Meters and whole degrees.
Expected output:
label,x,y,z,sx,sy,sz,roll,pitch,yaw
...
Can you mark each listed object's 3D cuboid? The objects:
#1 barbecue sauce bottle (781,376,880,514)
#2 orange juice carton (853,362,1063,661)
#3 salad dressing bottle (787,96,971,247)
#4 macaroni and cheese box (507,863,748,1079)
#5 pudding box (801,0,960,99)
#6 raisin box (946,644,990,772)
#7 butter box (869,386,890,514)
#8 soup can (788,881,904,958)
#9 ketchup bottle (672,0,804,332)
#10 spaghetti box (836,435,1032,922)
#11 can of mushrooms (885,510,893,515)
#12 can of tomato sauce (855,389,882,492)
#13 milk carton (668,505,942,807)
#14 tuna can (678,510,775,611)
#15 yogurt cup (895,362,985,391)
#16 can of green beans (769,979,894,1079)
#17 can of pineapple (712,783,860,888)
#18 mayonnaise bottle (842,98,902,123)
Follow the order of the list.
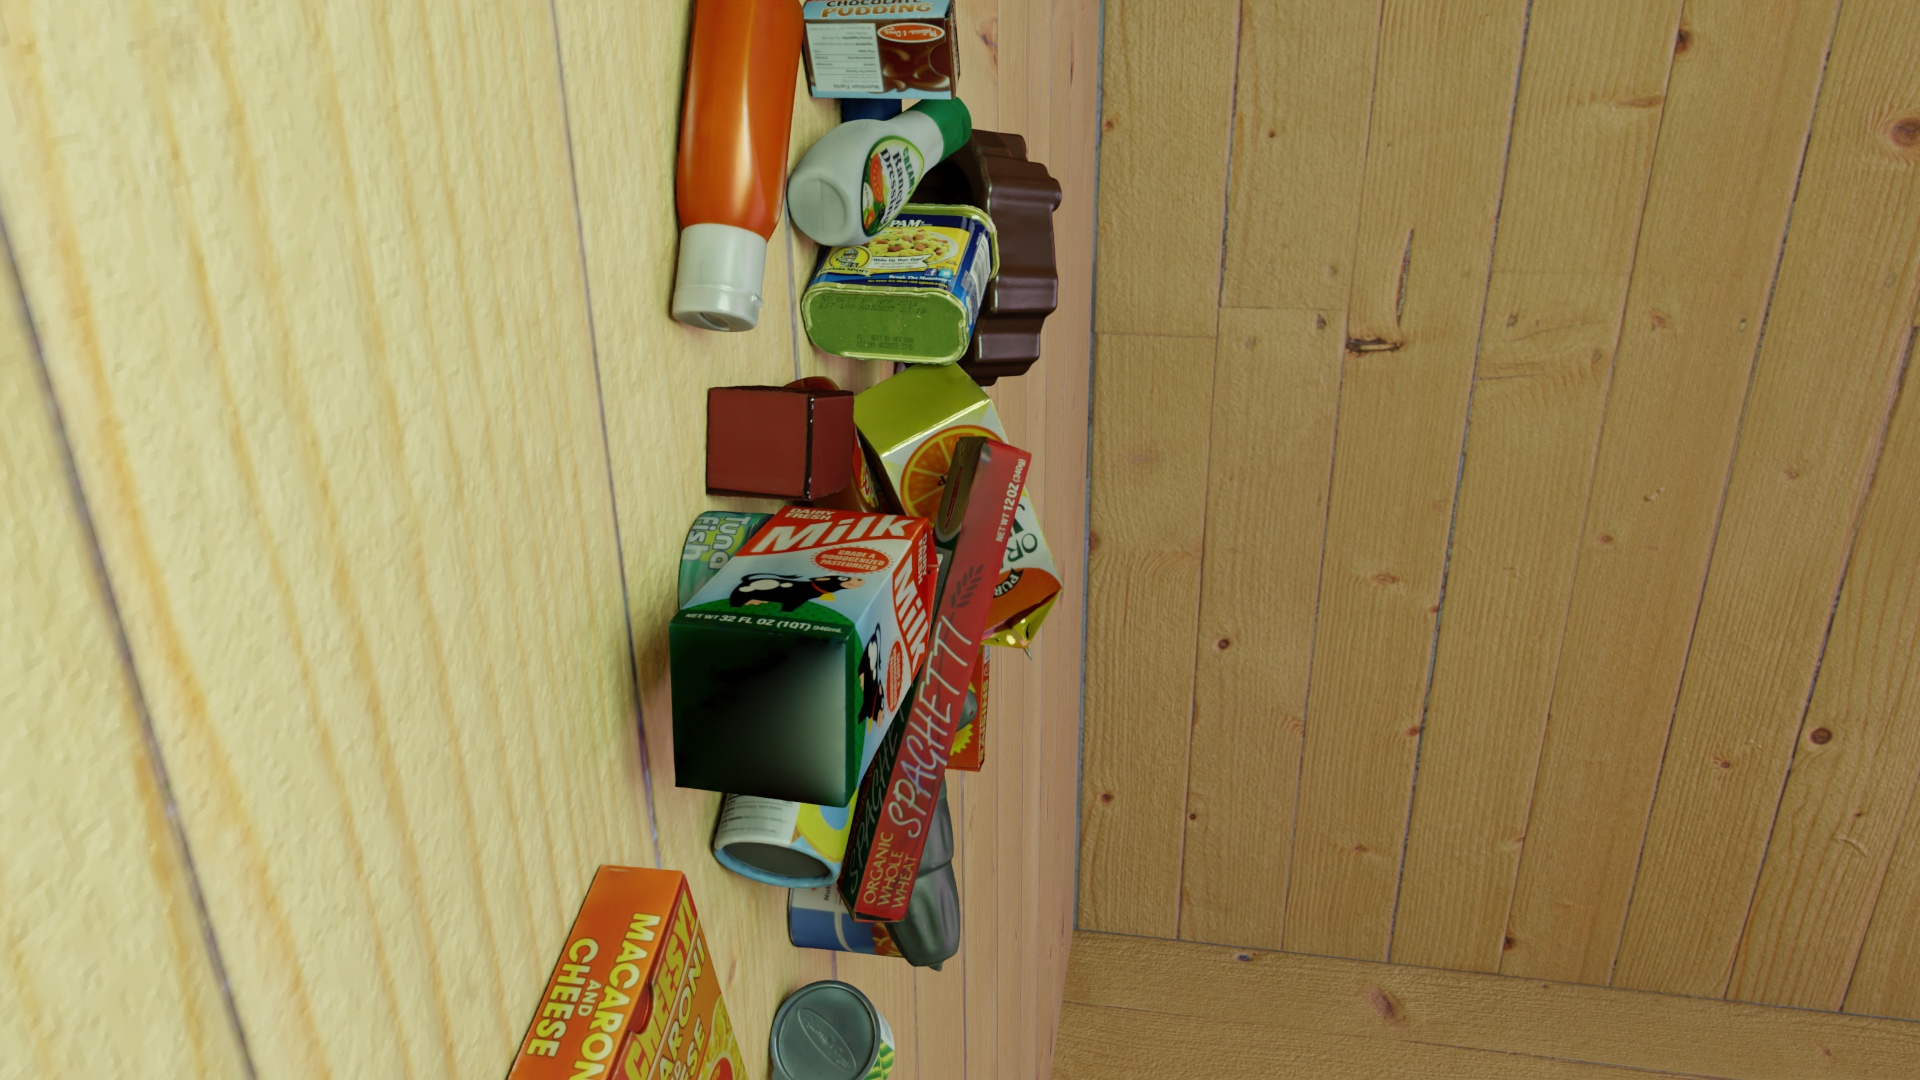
label,x,y,z,sx,sy,sz,roll,pitch,yaw
barbecue sauce bottle,-0.071,-0.030,0.801,0.148,0.044,0.065,76,0,-63
orange juice carton,0.003,-0.011,0.847,0.072,0.073,0.191,52,-12,52
salad dressing bottle,-0.042,-0.217,0.794,0.148,0.044,0.064,-50,148,-45
macaroni and cheese box,-0.131,0.232,0.563,0.124,0.040,0.165,-77,167,-49
pudding box,-0.043,-0.270,0.764,0.049,0.084,0.030,83,13,-46
raisin box,-0.022,0.104,1.030,0.040,0.086,0.123,-35,129,-80
butter box,-0.038,-0.055,0.970,0.024,0.053,0.103,-30,123,-77
soup can,-0.058,0.225,0.867,0.071,0.084,0.071,1,92,-81
ketchup bottle,-0.097,-0.166,0.601,0.064,0.043,0.149,39,55,-77
spaghetti box,-0.015,0.070,0.712,0.050,0.029,0.250,-165,-89,-73
can of mushrooms,-0.041,0.016,0.942,0.034,0.071,0.070,-72,163,-52
can of tomato sauce,-0.039,-0.065,0.910,0.083,0.071,0.071,-13,107,-81
milk carton,-0.059,0.036,0.610,0.191,0.072,0.073,-62,155,-69
tuna can,-0.106,0.017,0.651,0.071,0.033,0.071,2,92,-81
yogurt cup,-0.014,-0.123,1.063,0.054,0.072,0.072,-78,171,-81
can of green beans,-0.076,0.305,0.839,0.057,0.071,0.071,78,18,-60
can of pineapple,-0.087,0.139,0.709,0.070,0.071,0.058,80,17,-55
mayonnaise bottle,-0.054,-0.311,0.819,0.065,0.041,0.147,-68,161,-59
